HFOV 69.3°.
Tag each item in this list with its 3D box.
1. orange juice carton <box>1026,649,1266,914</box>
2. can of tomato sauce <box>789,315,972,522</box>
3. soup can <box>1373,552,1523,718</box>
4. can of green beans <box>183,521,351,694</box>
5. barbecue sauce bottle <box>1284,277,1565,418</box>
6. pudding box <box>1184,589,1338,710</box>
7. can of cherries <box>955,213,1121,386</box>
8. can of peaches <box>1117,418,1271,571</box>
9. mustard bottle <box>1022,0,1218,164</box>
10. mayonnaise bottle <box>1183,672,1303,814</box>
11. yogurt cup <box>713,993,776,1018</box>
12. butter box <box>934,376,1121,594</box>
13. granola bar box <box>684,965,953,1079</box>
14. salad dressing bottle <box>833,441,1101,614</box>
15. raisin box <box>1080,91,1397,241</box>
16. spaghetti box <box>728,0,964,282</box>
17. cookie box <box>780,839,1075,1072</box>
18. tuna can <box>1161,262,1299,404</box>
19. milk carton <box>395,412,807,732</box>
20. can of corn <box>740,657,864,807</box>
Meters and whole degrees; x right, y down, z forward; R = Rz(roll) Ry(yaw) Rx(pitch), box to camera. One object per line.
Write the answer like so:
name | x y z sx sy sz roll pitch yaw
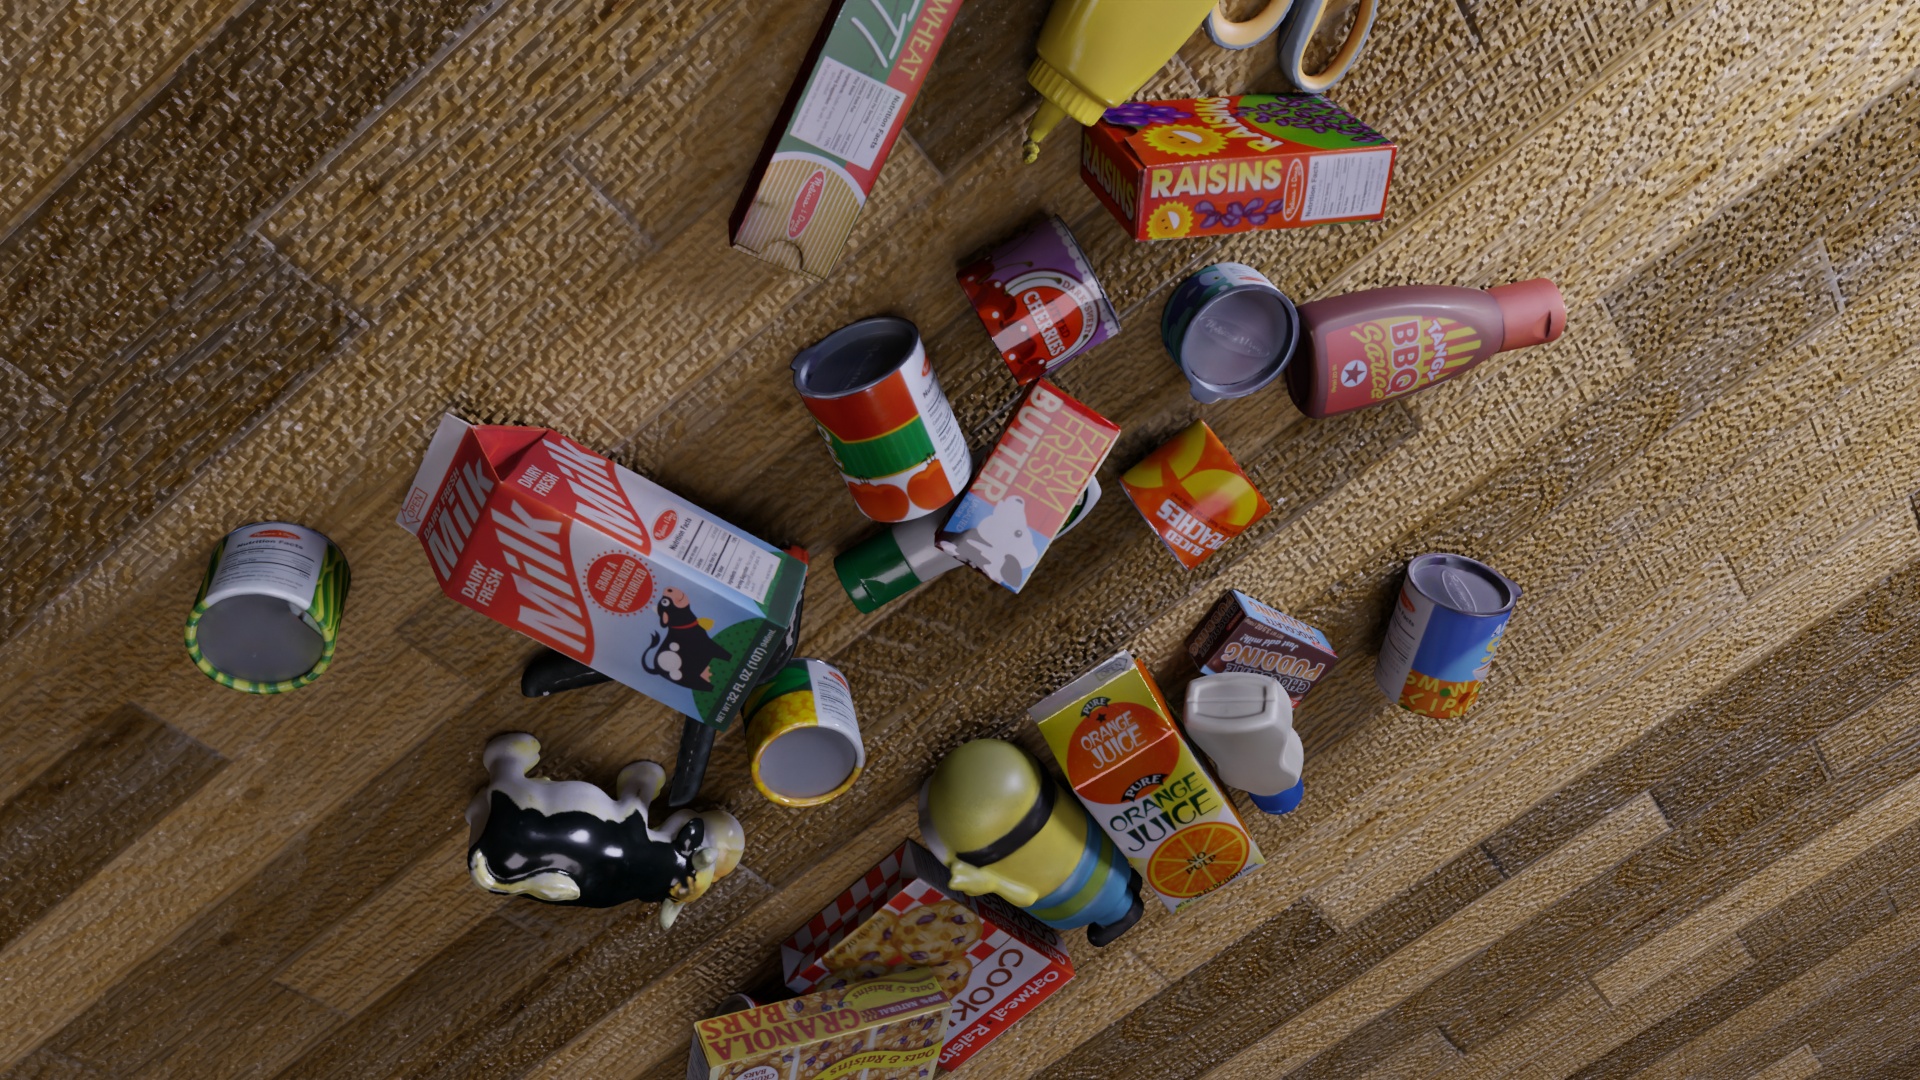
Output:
orange juice carton | 0.115 0.145 0.876 0.072 0.073 0.192 -31 125 8
can of tomato sauce | -0.039 -0.060 0.701 0.071 0.071 0.082 -24 126 1
soup can | 0.306 0.061 0.875 0.071 0.071 0.083 -2 124 -14
can of green beans | -0.340 0.033 0.685 0.071 0.058 0.071 -7 125 -11
barbecue sauce bottle | 0.254 -0.112 0.761 0.149 0.044 0.064 -13 124 -7
pudding box | 0.189 0.070 0.872 0.083 0.030 0.049 24 115 -28
can of cherries | 0.038 -0.116 0.681 0.058 0.072 0.071 -29 126 5
can of peaches | 0.130 -0.025 0.768 0.058 0.071 0.071 -37 124 9
mustard bottle | 0.072 -0.239 0.623 0.065 0.049 0.159 28 113 -26
mayonnaise bottle | 0.188 0.133 0.887 0.065 0.041 0.147 -4 148 23
yogurt cup | -0.134 0.346 0.948 0.054 0.073 0.072 18 117 -34
butter box | 0.034 -0.029 0.719 0.053 0.024 0.103 30 101 -8
granola bar box | -0.097 0.348 0.899 0.166 0.039 0.123 -4 122 -30
salad dressing bottle | 0.003 -0.010 0.759 0.147 0.044 0.064 -29 119 5
raisin box | 0.128 -0.179 0.656 0.123 0.086 0.039 -7 126 -11
spaghetti box | -0.030 -0.233 0.611 0.050 0.029 0.249 19 116 -25
cookie box | -0.020 0.288 0.955 0.122 0.040 0.167 -42 123 14
tuna can | 0.141 -0.109 0.738 0.071 0.033 0.070 -7 124 -11
milk carton | -0.180 0.010 0.688 0.190 0.074 0.072 29 113 -10
can of corn | -0.094 0.113 0.805 0.071 0.058 0.070 -7 124 -11
